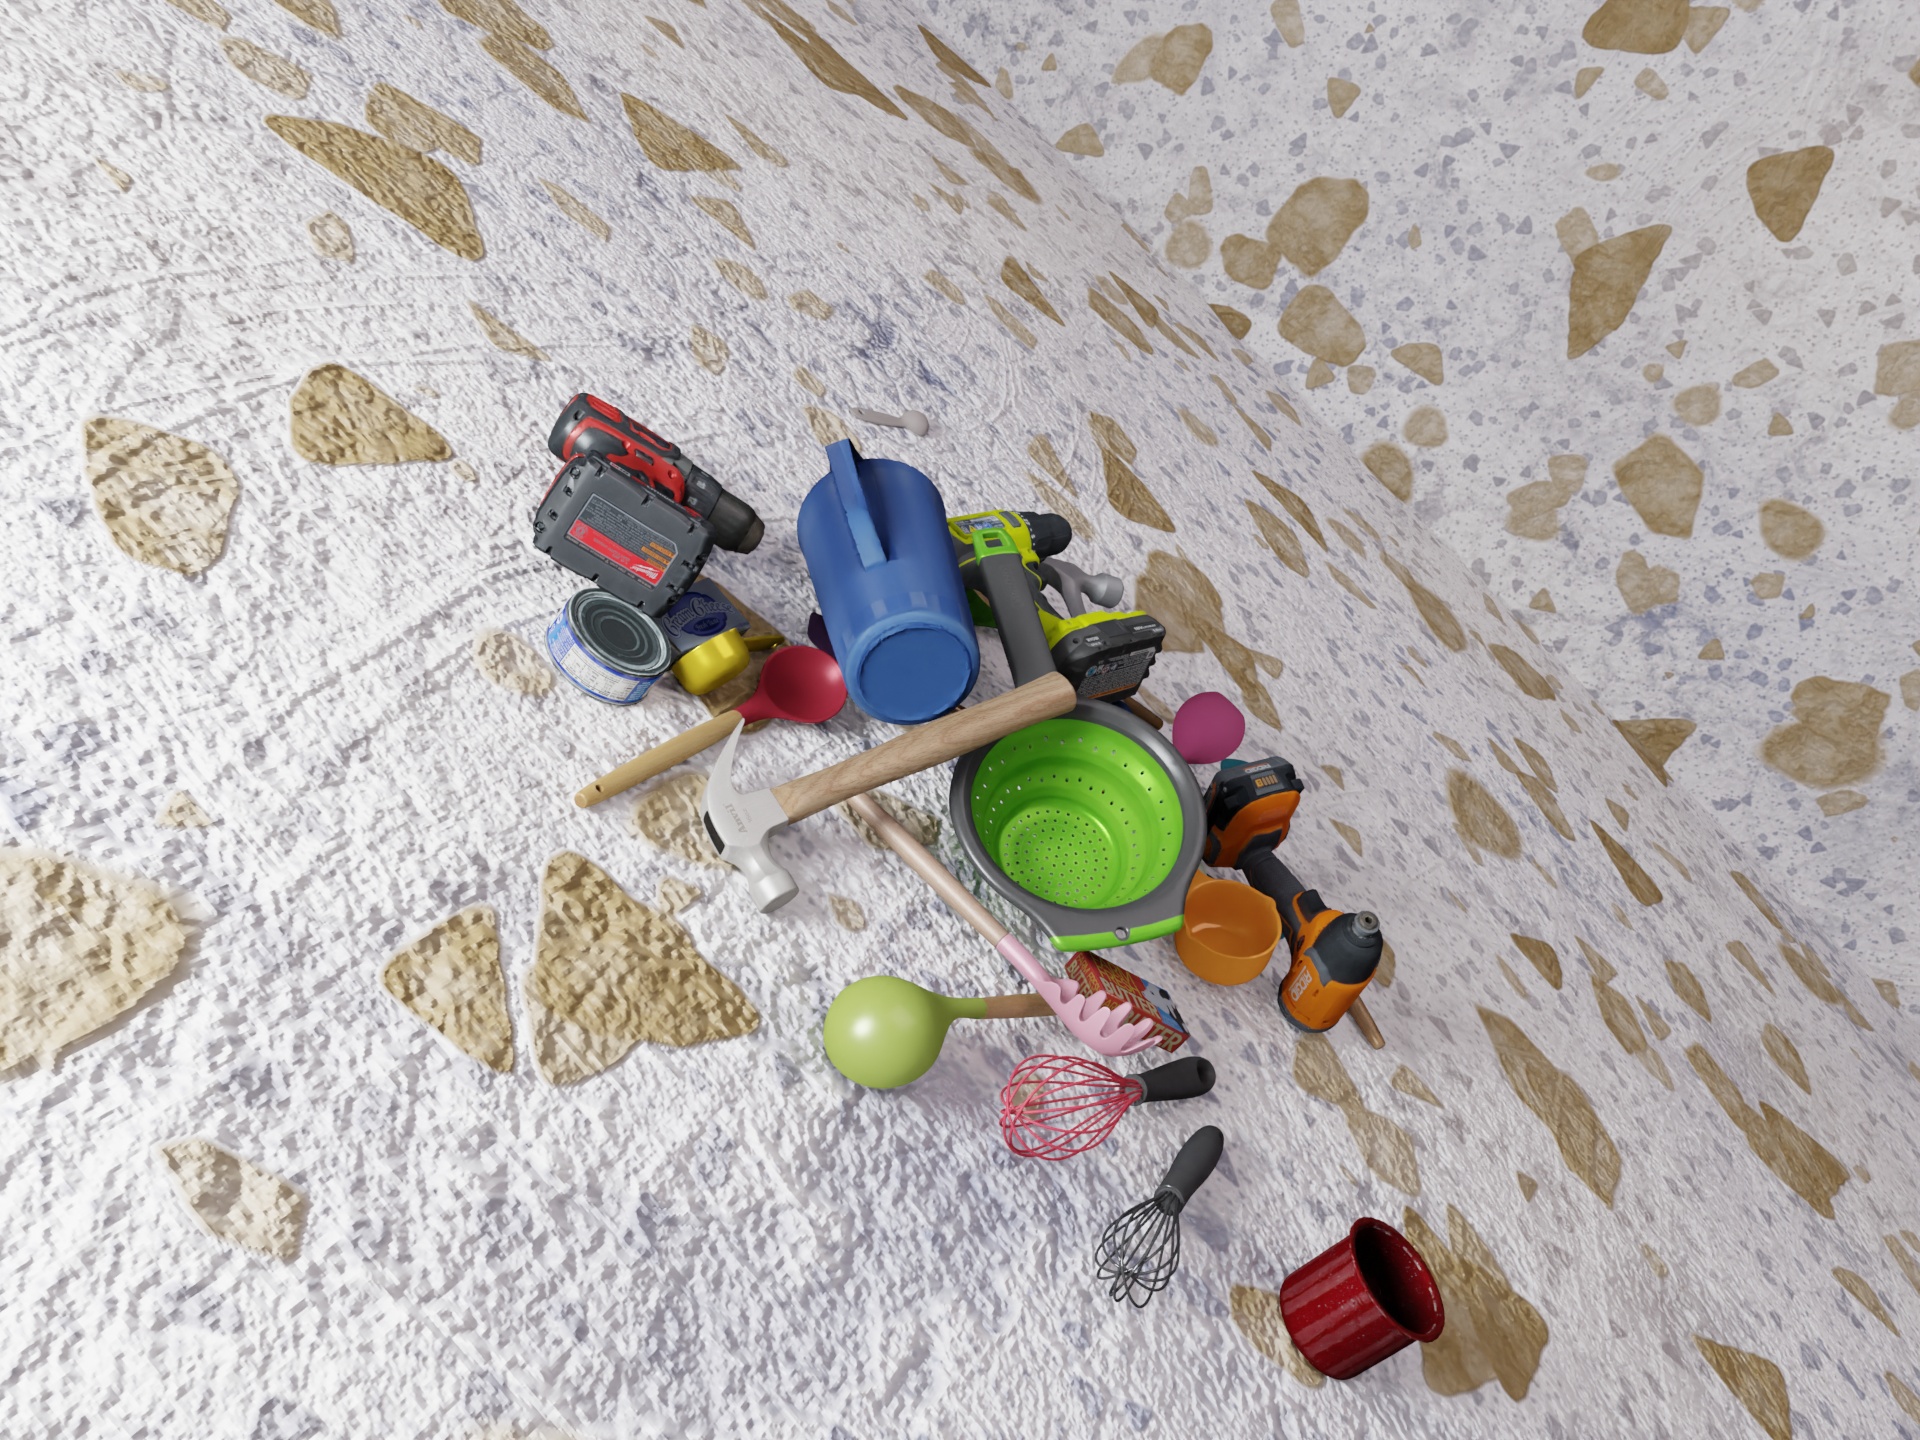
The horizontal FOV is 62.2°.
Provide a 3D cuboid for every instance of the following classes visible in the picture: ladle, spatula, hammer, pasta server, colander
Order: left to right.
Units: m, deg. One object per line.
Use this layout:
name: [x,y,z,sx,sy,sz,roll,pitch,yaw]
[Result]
ladle: [-0.176,0.007,1.154,0.069,0.031,0.315,49,31,5]
hammer: [-0.044,0.025,1.172,0.331,0.031,0.130,-22,70,-36]
spatula: [-0.002,-0.004,1.399,0.315,0.018,0.060,30,32,-22]
pasta server: [0.017,0.137,1.165,0.316,0.040,0.060,42,10,20]
ladle: [0.020,0.213,1.131,0.078,0.062,0.320,46,19,30]
colander: [0.066,0.020,1.309,0.204,0.094,0.397,-7,60,-15]
hammer: [0.137,-0.021,1.492,0.144,0.035,0.406,14,38,-27]
spatula: [0.337,0.178,1.567,0.082,0.044,0.318,12,43,-50]

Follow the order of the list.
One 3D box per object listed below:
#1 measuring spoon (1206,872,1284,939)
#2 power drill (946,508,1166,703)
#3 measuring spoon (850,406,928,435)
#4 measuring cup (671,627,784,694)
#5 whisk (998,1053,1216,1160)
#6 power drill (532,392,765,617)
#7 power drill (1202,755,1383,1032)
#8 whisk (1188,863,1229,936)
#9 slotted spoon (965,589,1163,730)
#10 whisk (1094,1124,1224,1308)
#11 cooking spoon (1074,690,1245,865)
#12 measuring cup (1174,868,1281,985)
measuring spoon: [0.269,0.166,1.516,0.128,0.021,0.042,33,31,-19]
power drill: [0.081,-0.116,1.475,0.190,0.080,0.229,-15,51,-40]
measuring spoon: [-0.075,-0.333,1.738,0.124,0.018,0.034,-3,53,-52]
measuring cup: [-0.166,-0.046,1.223,0.029,0.062,0.156,59,20,5]
whisk: [0.116,0.269,1.153,0.295,0.073,0.073,9,44,-55]
power drill: [-0.233,-0.161,1.222,0.187,0.080,0.227,32,17,-20]
power drill: [0.299,0.147,1.424,0.084,0.164,0.227,-13,59,-19]
whisk: [0.197,0.100,1.494,0.058,0.059,0.247,-13,57,-11]
slotted spoon: [0.087,-0.066,1.588,0.313,0.031,0.070,31,31,-26]
whisk: [0.148,0.339,1.115,0.055,0.055,0.239,49,25,9]
cooking spoon: [0.187,0.053,1.478,0.069,0.017,0.319,44,45,6]
measuring cup: [0.208,0.162,1.407,0.095,0.052,0.174,-18,48,-27]
